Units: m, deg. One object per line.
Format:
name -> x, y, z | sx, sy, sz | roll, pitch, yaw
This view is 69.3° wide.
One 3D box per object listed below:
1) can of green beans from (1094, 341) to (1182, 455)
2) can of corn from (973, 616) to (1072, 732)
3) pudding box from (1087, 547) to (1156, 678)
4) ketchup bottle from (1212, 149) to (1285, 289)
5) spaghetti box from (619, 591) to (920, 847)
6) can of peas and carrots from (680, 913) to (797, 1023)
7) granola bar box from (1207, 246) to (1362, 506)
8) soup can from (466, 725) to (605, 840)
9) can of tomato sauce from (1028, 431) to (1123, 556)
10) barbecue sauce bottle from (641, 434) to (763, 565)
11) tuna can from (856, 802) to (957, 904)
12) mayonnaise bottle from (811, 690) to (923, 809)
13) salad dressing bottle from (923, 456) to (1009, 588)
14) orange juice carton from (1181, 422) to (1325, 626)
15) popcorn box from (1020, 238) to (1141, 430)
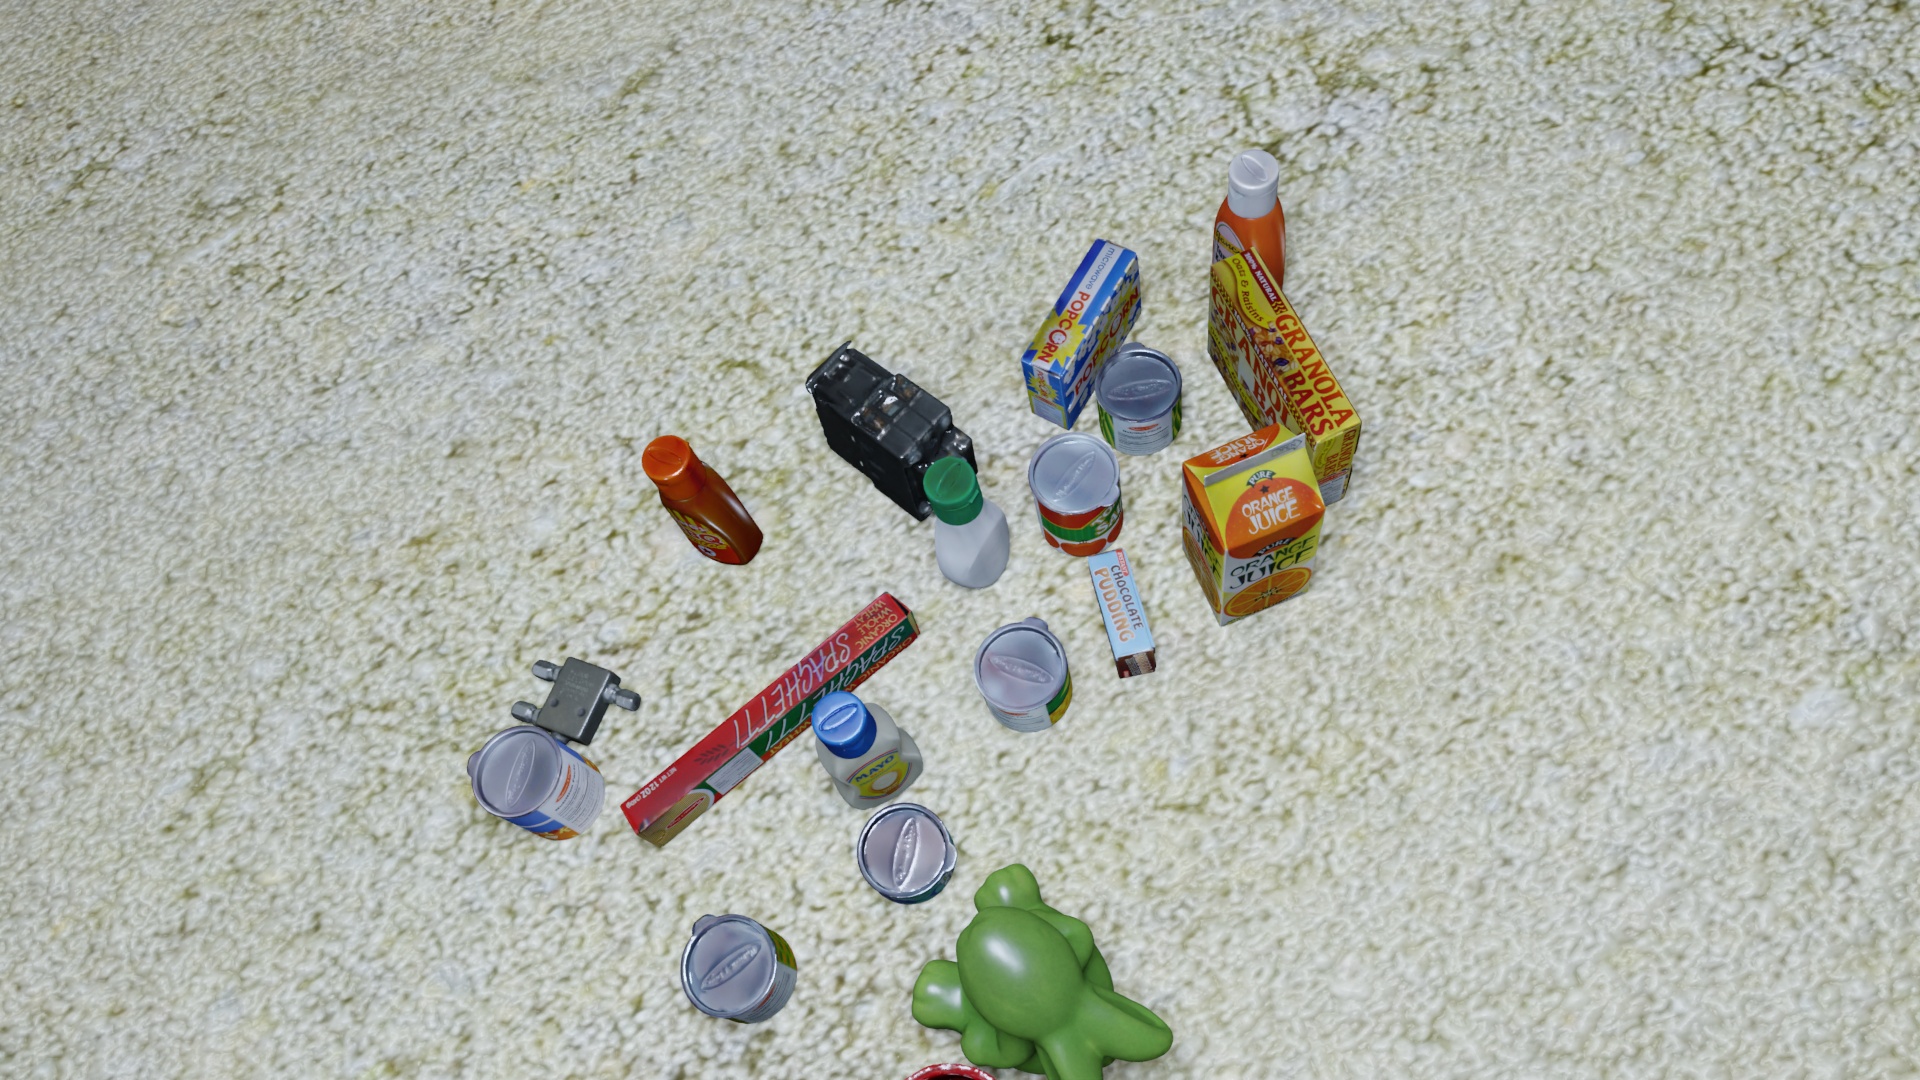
can of green beans -> 0.139, -0.107, 1.079 | 0.071, 0.057, 0.071 | -3, 66, 8
can of corn -> 0.047, 0.097, 1.001 | 0.071, 0.058, 0.071 | -3, 66, 8
pudding box -> 0.118, 0.053, 1.014 | 0.030, 0.049, 0.084 | -15, 65, 2
ketchup bottle -> 0.225, -0.242, 1.076 | 0.043, 0.148, 0.065 | -35, 66, -7
spaghetti box -> -0.135, 0.130, 1.019 | 0.250, 0.050, 0.029 | -39, 66, -9
can of peas and carrots -> -0.151, 0.290, 0.945 | 0.071, 0.058, 0.071 | -3, 66, 8
granola bar box -> 0.237, -0.117, 1.031 | 0.039, 0.123, 0.166 | -23, 65, -1
soup can -> -0.306, 0.176, 1.006 | 0.071, 0.083, 0.071 | -3, 66, 8
can of tomato sauce -> 0.089, -0.032, 1.039 | 0.071, 0.082, 0.071 | -3, 66, 8
barbecue sauce bottle -> -0.197, -0.031, 1.047 | 0.065, 0.148, 0.044 | 21, 71, 17
tuna can -> -0.035, 0.220, 0.972 | 0.071, 0.032, 0.071 | -3, 66, 7
mayonnaise bottle -> -0.067, 0.142, 0.949 | 0.065, 0.147, 0.041 | -32, 65, -6
salad dressing bottle -> 0.004, -0.013, 1.008 | 0.044, 0.147, 0.064 | 26, 73, 19
orange juice carton -> 0.198, -0.015, 0.954 | 0.072, 0.192, 0.073 | -22, 65, -1
popcorn box -> 0.097, -0.162, 1.095 | 0.038, 0.085, 0.127 | 26, 72, 19
